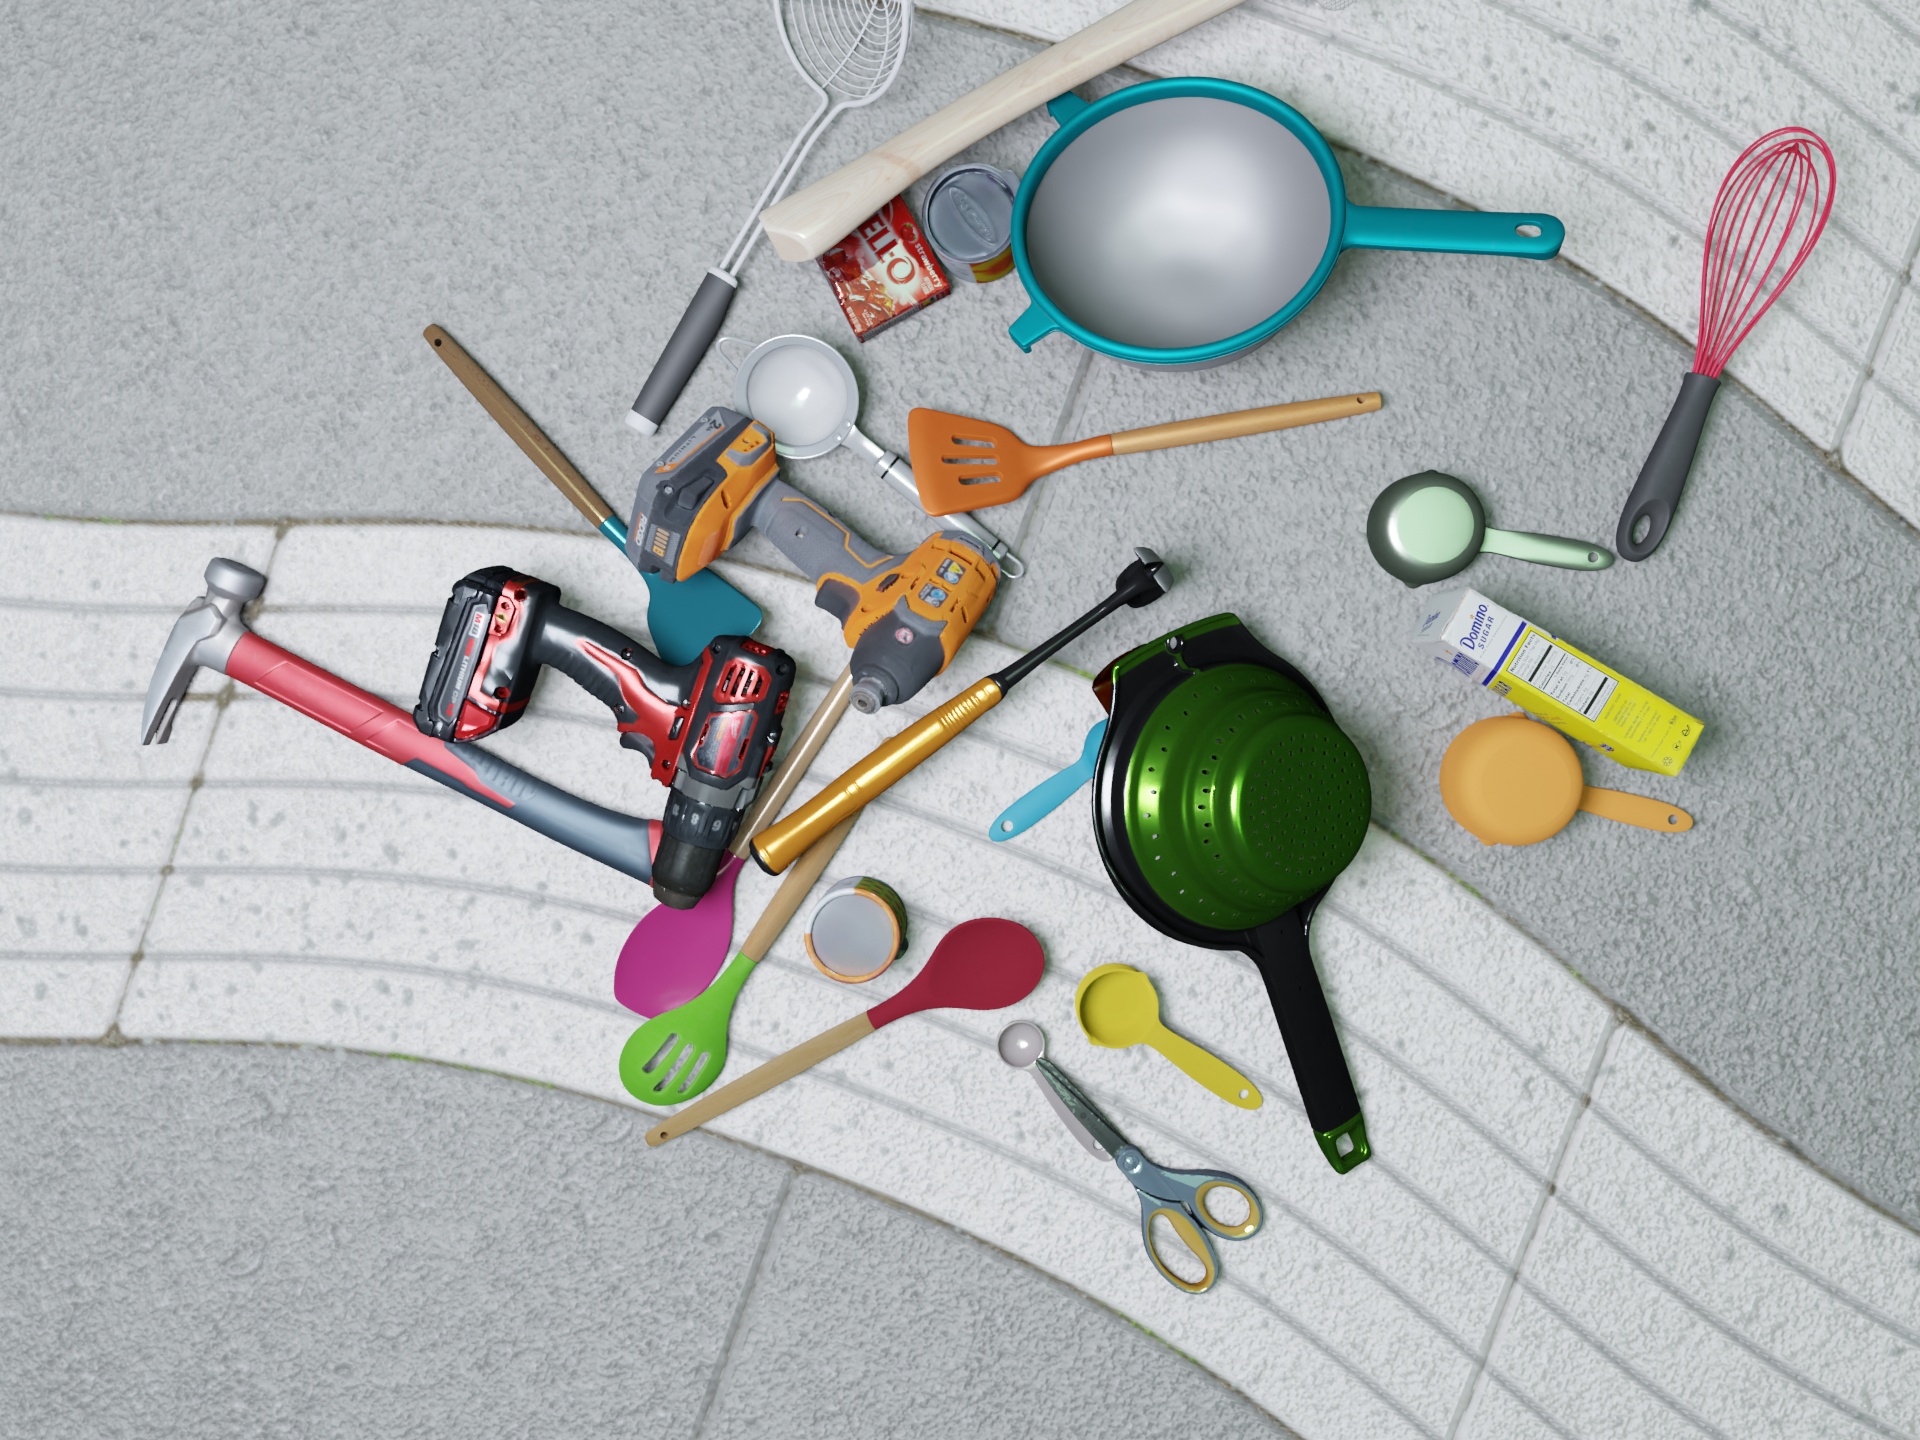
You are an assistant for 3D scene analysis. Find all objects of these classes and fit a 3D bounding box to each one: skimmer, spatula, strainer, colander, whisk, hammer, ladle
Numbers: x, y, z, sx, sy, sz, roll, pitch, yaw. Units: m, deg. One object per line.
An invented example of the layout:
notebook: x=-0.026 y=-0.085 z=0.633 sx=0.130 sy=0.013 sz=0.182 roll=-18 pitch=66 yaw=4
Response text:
skimmer: x=-0.145 y=-0.363 z=1.065 sx=0.127 sy=0.090 sz=0.363 roll=34 pitch=96 yaw=28
spatula: x=0.127 y=-0.195 z=1.083 sx=0.322 sy=0.041 sz=0.081 roll=-9 pitch=75 yaw=1
strainer: x=-0.058 y=-0.181 z=1.093 sx=0.258 sy=0.050 sz=0.087 roll=39 pitch=113 yaw=-5
colander: x=0.221 y=0.126 z=1.036 sx=0.204 sy=0.094 sz=0.397 roll=-24 pitch=101 yaw=-23
whisk: x=0.501 y=-0.247 z=1.059 sx=0.073 sy=0.073 sz=0.296 roll=19 pitch=99 yaw=2
spatula: x=-0.265 y=-0.158 z=1.100 sx=0.082 sy=0.044 sz=0.317 roll=-43 pitch=89 yaw=9
hammer: x=-0.002 y=-0.003 z=1.055 sx=0.337 sy=0.127 sz=0.034 roll=-36 pitch=88 yaw=5
hammer: x=0.050 y=-0.423 z=1.037 sx=0.410 sy=0.038 sz=0.146 roll=-29 pitch=57 yaw=1
ladle: x=-0.084 y=0.224 z=1.115 sx=0.315 sy=0.031 sz=0.069 roll=-29 pitch=99 yaw=5
hammer: x=-0.381 y=0.034 z=1.116 sx=0.386 sy=0.038 sz=0.143 roll=27 pitch=94 yaw=1
strainer: x=0.205 y=-0.300 z=1.030 sx=0.340 sy=0.095 sz=0.211 roll=6 pitch=72 yaw=11

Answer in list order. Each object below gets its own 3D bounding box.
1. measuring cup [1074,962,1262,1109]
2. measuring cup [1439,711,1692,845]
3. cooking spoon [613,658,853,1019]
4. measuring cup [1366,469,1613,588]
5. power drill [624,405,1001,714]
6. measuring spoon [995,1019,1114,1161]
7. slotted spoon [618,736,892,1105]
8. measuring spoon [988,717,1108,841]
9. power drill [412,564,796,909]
measuring cup: x=0.146 y=0.224 z=1.110 sx=0.156 sy=0.029 sz=0.062 roll=36 pitch=93 yaw=-11
measuring cup: x=0.415 y=0.051 z=1.072 sx=0.173 sy=0.052 sz=0.095 roll=14 pitch=93 yaw=4
cooking spoon: x=-0.143 y=0.072 z=1.115 sx=0.068 sy=0.017 sz=0.319 roll=32 pitch=93 yaw=-19
measuring cup: x=0.361 y=-0.123 z=1.075 sx=0.167 sy=0.038 sz=0.083 roll=10 pitch=93 yaw=4
power drill: x=-0.101 y=-0.099 z=1.041 sx=0.226 sy=0.164 sz=0.084 roll=29 pitch=136 yaw=2
measuring spoon: x=0.068 y=0.260 z=1.118 sx=0.034 sy=0.018 sz=0.124 roll=-38 pitch=97 yaw=-3
slotted spoon: x=-0.135 y=0.142 z=1.113 sx=0.070 sy=0.031 sz=0.314 roll=34 pitch=91 yaw=-20
measuring spoon: x=0.072 y=0.045 z=1.102 sx=0.128 sy=0.021 sz=0.042 roll=-36 pitch=90 yaw=2
power drill: x=-0.237 y=0.009 z=1.054 sx=0.226 sy=0.080 sz=0.188 roll=20 pitch=99 yaw=-1
